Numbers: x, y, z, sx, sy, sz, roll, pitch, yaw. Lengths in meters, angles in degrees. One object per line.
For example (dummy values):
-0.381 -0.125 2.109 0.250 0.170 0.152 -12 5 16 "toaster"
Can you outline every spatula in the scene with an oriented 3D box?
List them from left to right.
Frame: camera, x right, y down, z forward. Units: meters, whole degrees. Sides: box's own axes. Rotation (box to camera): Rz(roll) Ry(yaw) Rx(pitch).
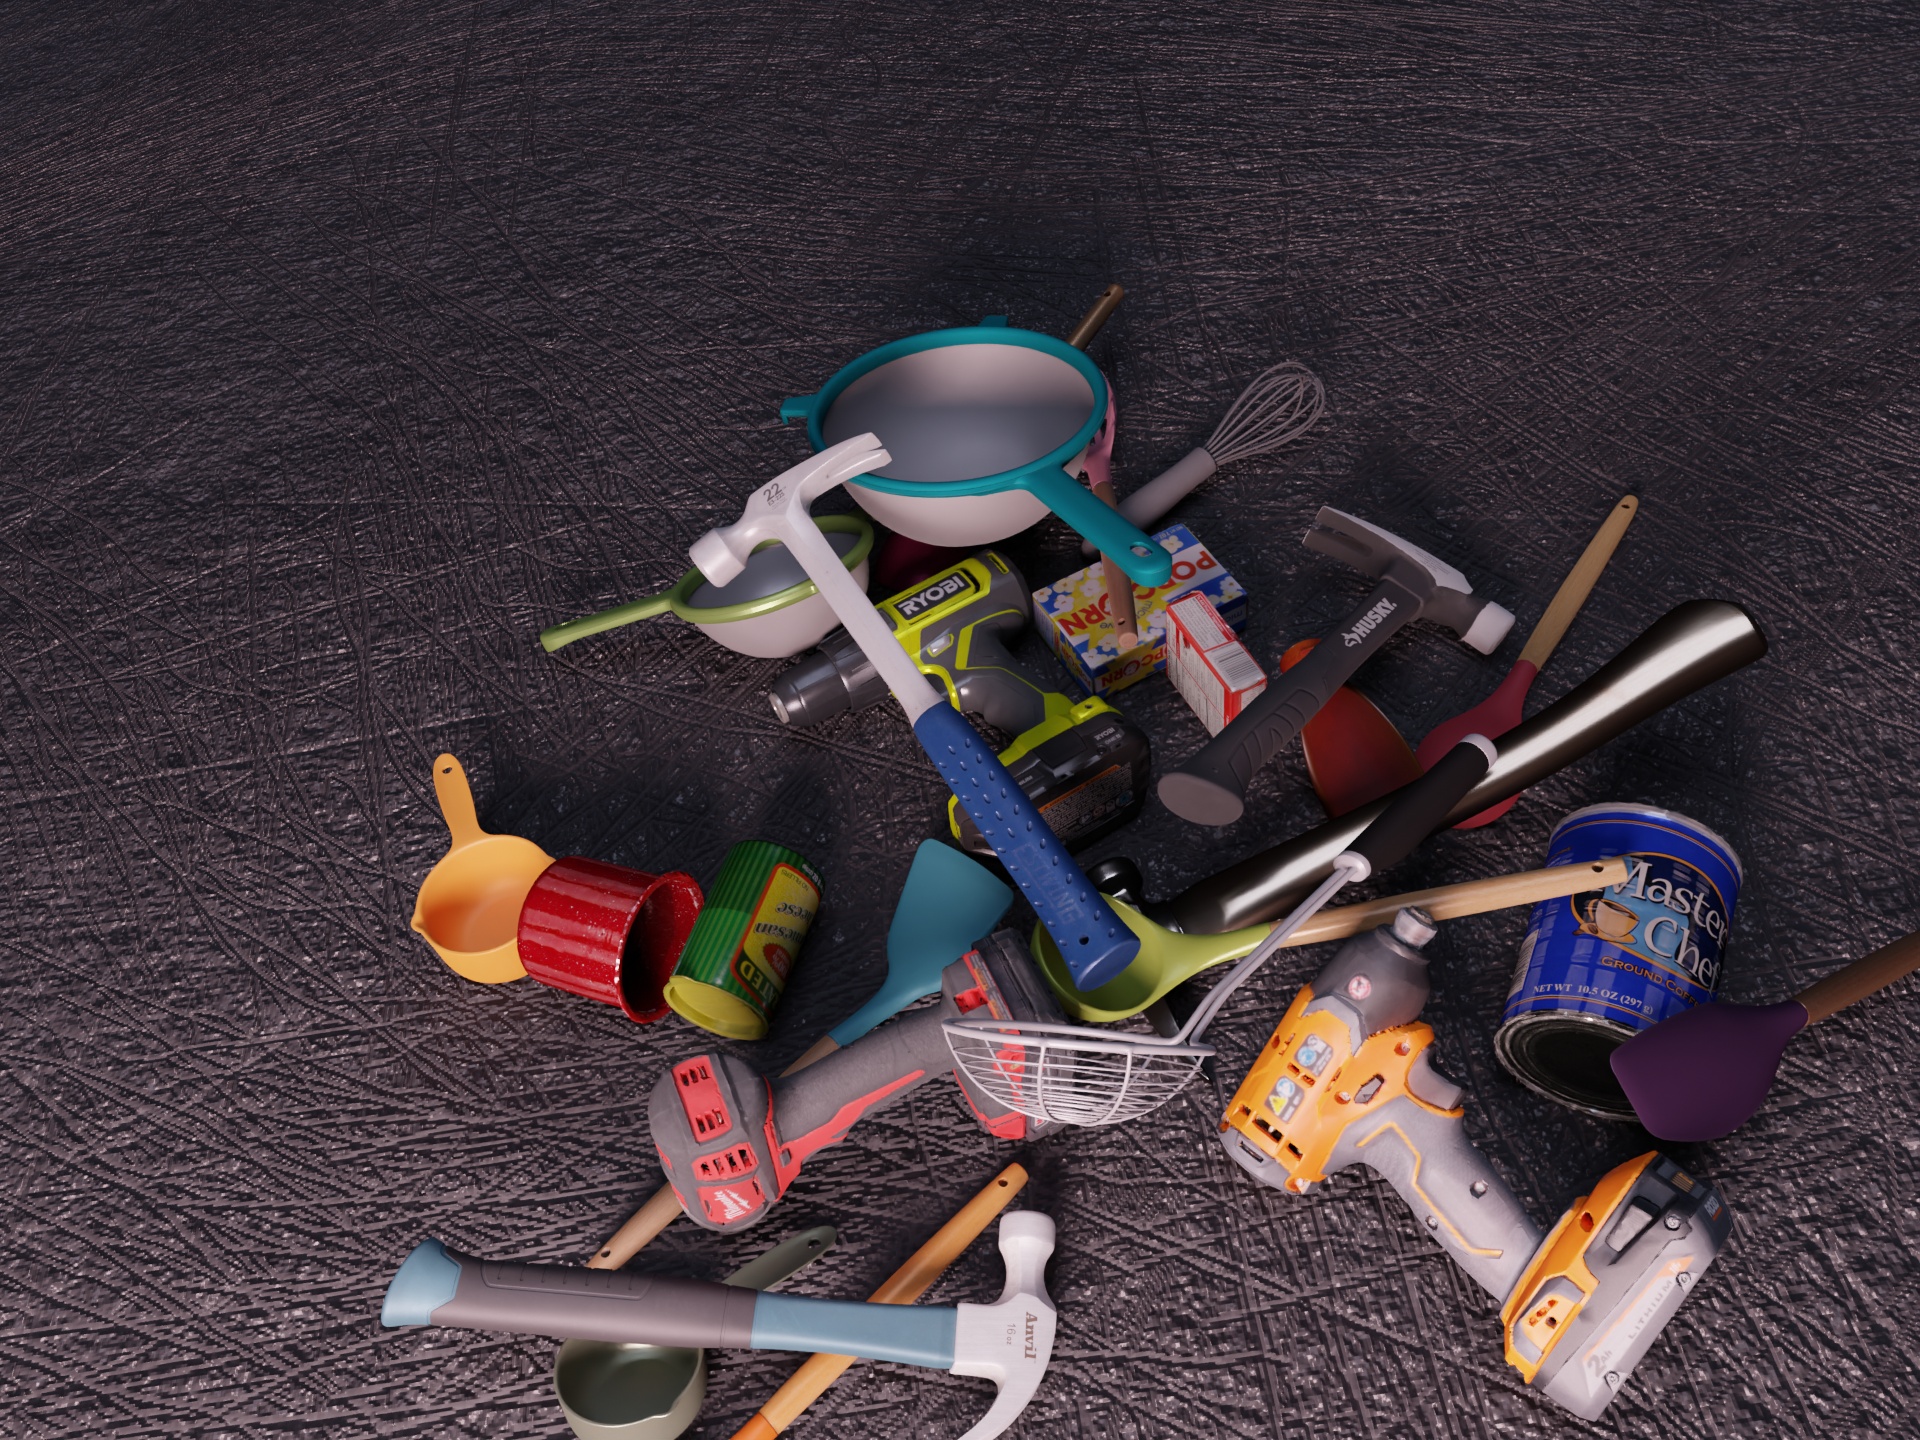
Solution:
-0.096 0.199 0.922 0.317 0.044 0.082 -42 47 -21 "spatula"
-0.079 0.346 0.819 0.322 0.041 0.081 -39 55 -25 "spatula"
0.453 0.147 0.830 0.316 0.018 0.060 -16 71 -29 "spatula"

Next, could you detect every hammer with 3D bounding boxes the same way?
-0.117 0.297 0.796 0.331 0.033 0.128 7 53 -4 "hammer"
-0.019 -0.014 0.943 0.144 0.035 0.406 -39 59 4 "hammer"
0.216 -0.032 0.977 0.146 0.035 0.335 38 45 17 "hammer"
0.276 0.055 0.917 0.410 0.038 0.146 -29 53 5 "hammer"

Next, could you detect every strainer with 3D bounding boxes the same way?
-0.173 -0.070 1.132 0.256 0.069 0.152 -16 26 12 "strainer"
0.036 -0.155 1.093 0.211 0.095 0.341 -27 47 -19 "strainer"

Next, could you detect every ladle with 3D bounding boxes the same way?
0.194 0.106 0.864 0.320 0.062 0.078 -13 52 14 "ladle"
0.387 -0.051 1.054 0.069 0.031 0.315 25 58 26 "ladle"

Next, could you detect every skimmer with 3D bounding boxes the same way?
0.150 0.084 0.808 0.363 0.090 0.127 -36 13 -27 "skimmer"

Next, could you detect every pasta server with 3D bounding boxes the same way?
0.100 -0.156 1.137 0.060 0.040 0.317 -29 35 21 "pasta server"

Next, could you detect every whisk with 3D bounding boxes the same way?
0.182 -0.191 1.187 0.239 0.055 0.055 -38 56 -14 "whisk"

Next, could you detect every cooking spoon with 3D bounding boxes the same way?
0.037 -0.221 1.219 0.069 0.017 0.319 24 68 33 "cooking spoon"

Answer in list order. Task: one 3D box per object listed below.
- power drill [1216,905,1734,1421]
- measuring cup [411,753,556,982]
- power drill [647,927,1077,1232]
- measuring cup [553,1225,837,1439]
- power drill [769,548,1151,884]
0.257 0.209 0.793 0.227 0.084 0.164 36 106 29 "power drill"
-0.310 0.095 1.034 0.095 0.052 0.174 -24 51 -10 "measuring cup"
-0.052 0.206 0.856 0.219 0.143 0.079 -19 51 -14 "power drill"
-0.133 0.323 0.841 0.167 0.038 0.083 -25 37 -32 "measuring cup"
-0.002 -0.003 1.047 0.190 0.080 0.229 -29 50 -15 "power drill"
